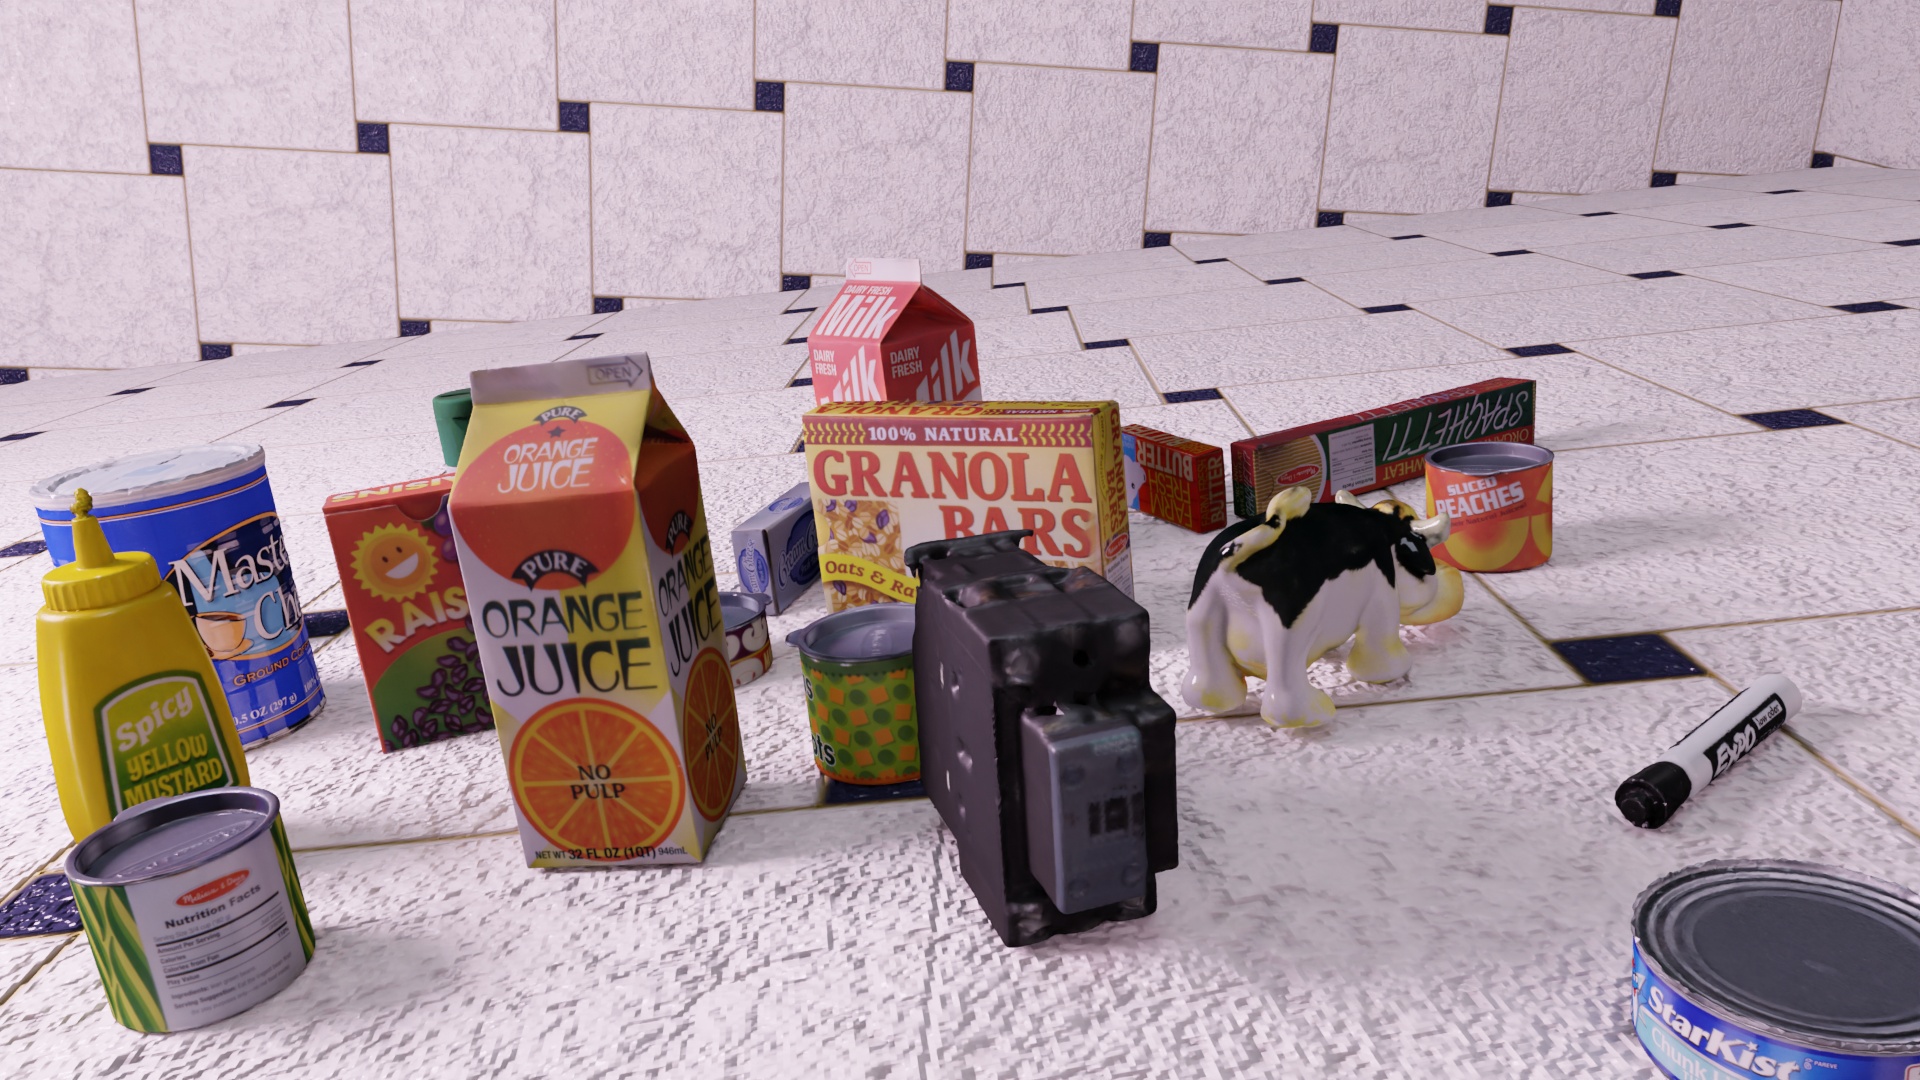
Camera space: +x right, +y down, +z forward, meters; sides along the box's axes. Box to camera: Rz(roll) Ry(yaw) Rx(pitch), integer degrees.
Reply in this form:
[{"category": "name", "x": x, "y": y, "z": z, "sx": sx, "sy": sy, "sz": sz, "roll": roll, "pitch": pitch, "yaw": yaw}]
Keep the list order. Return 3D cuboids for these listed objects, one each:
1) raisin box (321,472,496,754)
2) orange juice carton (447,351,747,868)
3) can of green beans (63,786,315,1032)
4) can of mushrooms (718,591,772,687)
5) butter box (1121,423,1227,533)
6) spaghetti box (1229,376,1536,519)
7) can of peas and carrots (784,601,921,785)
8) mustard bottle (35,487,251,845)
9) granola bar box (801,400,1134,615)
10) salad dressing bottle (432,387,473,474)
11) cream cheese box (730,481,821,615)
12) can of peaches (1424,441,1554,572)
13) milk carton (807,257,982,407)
[{"category": "raisin box", "x": -0.250, "y": 0.032, "z": 0.674, "sx": 0.086, "sy": 0.123, "sz": 0.040, "roll": -11, "pitch": 17, "yaw": -17}, {"category": "orange juice carton", "x": -0.139, "y": 0.025, "z": 0.537, "sx": 0.072, "sy": 0.192, "sz": 0.073, "roll": -4, "pitch": 16, "yaw": 8}, {"category": "can of green beans", "x": -0.264, "y": 0.126, "z": 0.481, "sx": 0.071, "sy": 0.057, "sz": 0.071, "roll": -6, "pitch": 17, "yaw": 2}, {"category": "can of mushrooms", "x": -0.129, "y": 0.052, "z": 0.720, "sx": 0.071, "sy": 0.033, "sz": 0.071, "roll": -6, "pitch": 17, "yaw": 2}, {"category": "butter box", "x": 0.133, "y": -0.041, "z": 0.900, "sx": 0.024, "sy": 0.053, "sz": 0.103, "roll": -13, "pitch": 18, "yaw": -23}, {"category": "spaghetti box", "x": 0.286, "y": -0.064, "z": 0.924, "sx": 0.251, "sy": 0.050, "sz": 0.029, "roll": -14, "pitch": 18, "yaw": -26}, {"category": "can of peas and carrots", "x": -0.037, "y": 0.065, "z": 0.598, "sx": 0.071, "sy": 0.058, "sz": 0.071, "roll": -6, "pitch": 17, "yaw": 2}, {"category": "mustard bottle", "x": -0.333, "y": 0.057, "z": 0.555, "sx": 0.049, "sy": 0.159, "sz": 0.065, "roll": 8, "pitch": 21, "yaw": 39}, {"category": "granola bar box", "x": 0.003, "y": -0.009, "z": 0.717, "sx": 0.165, "sy": 0.123, "sz": 0.039, "roll": 2, "pitch": 18, "yaw": 27}, {"category": "salad dressing bottle", "x": -0.262, "y": -0.010, "z": 0.775, "sx": 0.064, "sy": 0.147, "sz": 0.044, "roll": -11, "pitch": 17, "yaw": -15}, {"category": "cream cheese box", "x": -0.103, "y": 0.003, "z": 0.837, "sx": 0.024, "sy": 0.053, "sz": 0.104, "roll": -1, "pitch": 17, "yaw": 17}, {"category": "can of peaches", "x": 0.288, "y": -0.018, "z": 0.760, "sx": 0.071, "sy": 0.058, "sz": 0.071, "roll": -6, "pitch": 17, "yaw": 2}, {"category": "milk carton", "x": -0.035, "y": -0.071, "z": 0.820, "sx": 0.074, "sy": 0.190, "sz": 0.072, "roll": -19, "pitch": 21, "yaw": -38}]
